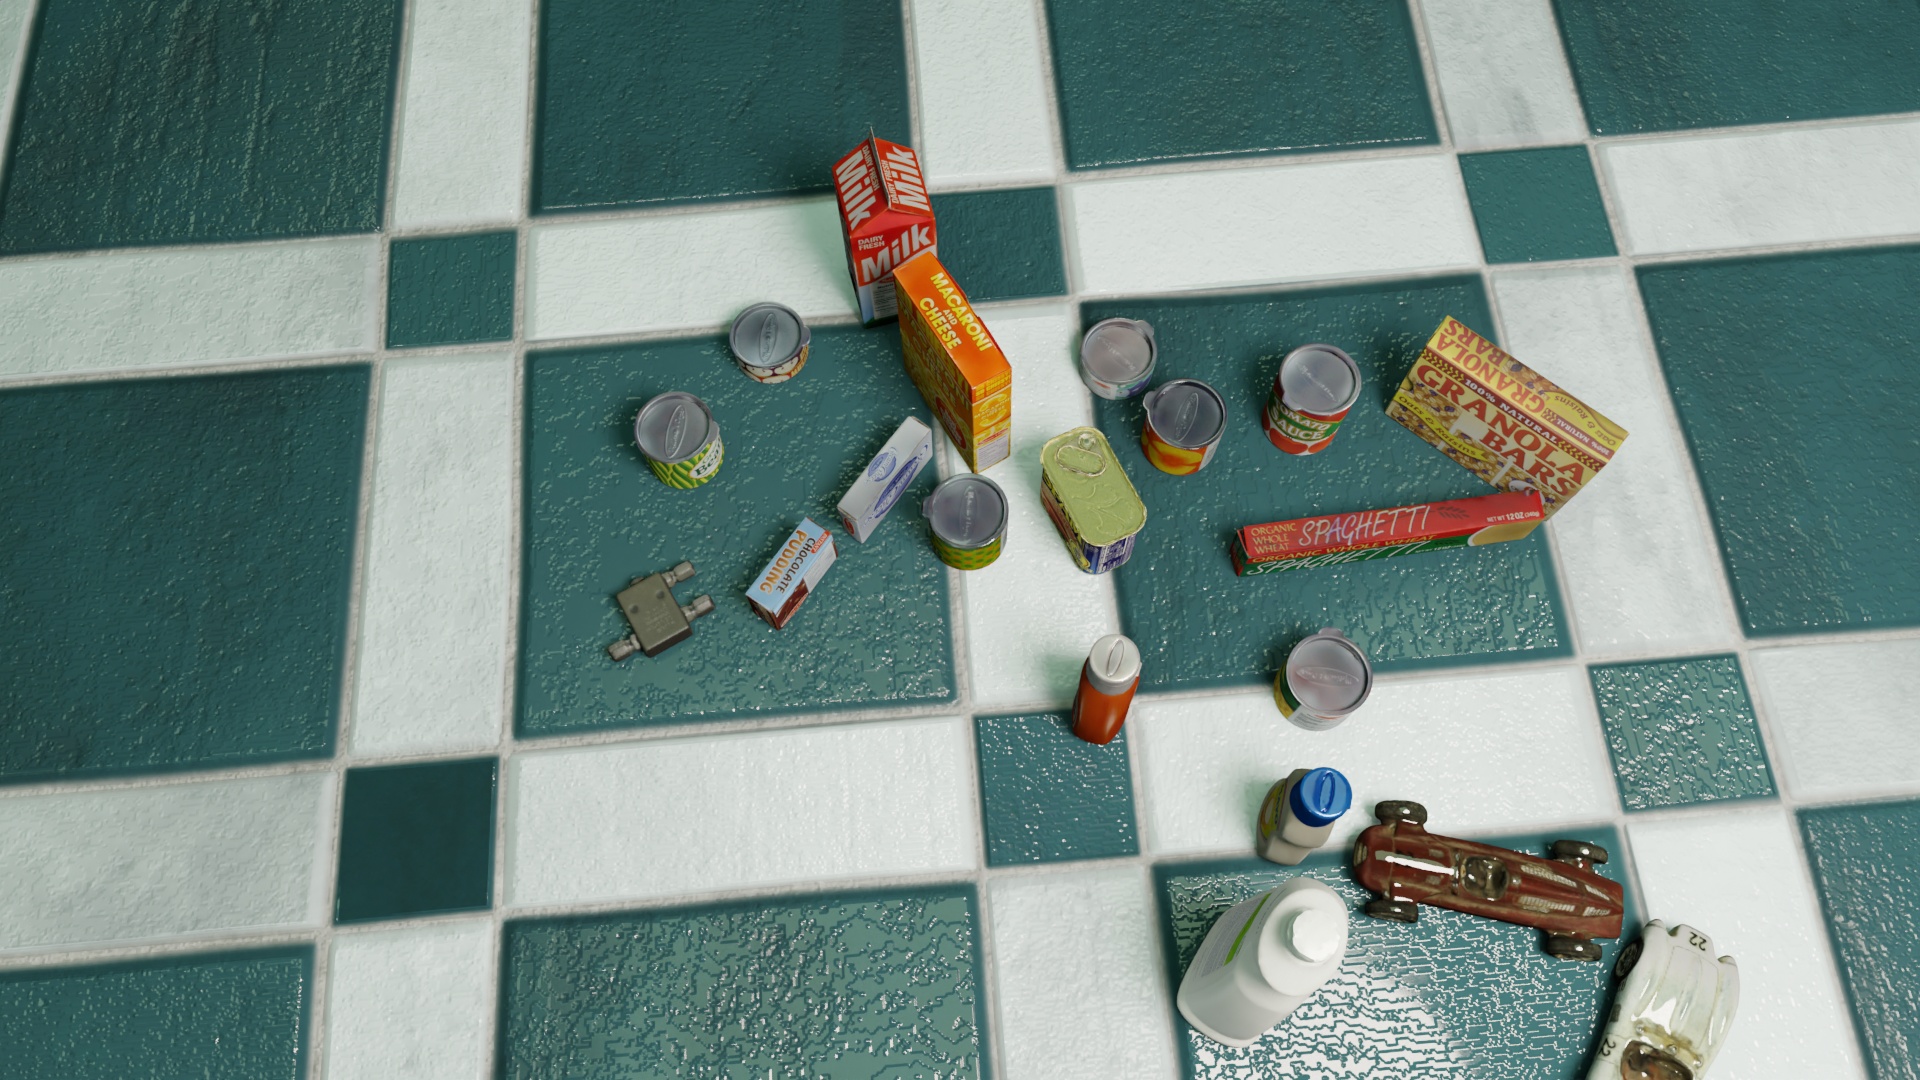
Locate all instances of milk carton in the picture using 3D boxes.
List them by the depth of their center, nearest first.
[{"bbox_3d":[-0.062,-0.262,1.173,0.073,0.190,0.072,-14,70,-4],"label":"milk carton"}]

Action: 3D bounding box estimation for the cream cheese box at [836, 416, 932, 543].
[{"bbox_3d":[-0.063,-0.051,1.164,0.024,0.053,0.104,33,73,13],"label":"cream cheese box"}]

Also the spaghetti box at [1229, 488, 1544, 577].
[{"bbox_3d":[0.349,-0.006,1.143,0.250,0.050,0.029,-8,69,-2],"label":"spaghetti box"}]

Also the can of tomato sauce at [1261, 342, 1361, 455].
[{"bbox_3d":[0.293,-0.116,1.169,0.071,0.082,0.071,0,69,1],"label":"can of tomato sauce"}]

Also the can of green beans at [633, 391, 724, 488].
[{"bbox_3d":[-0.237,-0.084,1.177,0.071,0.057,0.071,0,69,1],"label":"can of green beans"}]

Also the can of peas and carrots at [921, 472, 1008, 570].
[{"bbox_3d":[0.004,-0.014,1.146,0.071,0.058,0.071,0,69,1],"label":"can of peas and carrots"}]

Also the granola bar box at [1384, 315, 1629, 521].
[{"bbox_3d":[0.441,-0.097,1.138,0.166,0.123,0.039,37,74,14],"label":"granola bar box"}]

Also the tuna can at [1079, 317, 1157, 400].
[{"bbox_3d":[0.139,-0.160,1.215,0.071,0.032,0.071,0,69,1],"label":"tuna can"}]

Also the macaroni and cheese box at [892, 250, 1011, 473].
[{"bbox_3d":[-0.005,-0.142,1.139,0.040,0.166,0.124,-30,71,-10],"label":"macaroni and cheese box"}]

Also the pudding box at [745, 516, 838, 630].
[{"bbox_3d":[-0.137,0.028,1.137,0.030,0.049,0.084,32,73,12],"label":"pudding box"}]

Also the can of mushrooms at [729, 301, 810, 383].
[{"bbox_3d":[-0.166,-0.174,1.224,0.071,0.033,0.071,0,69,1],"label":"can of mushrooms"}]

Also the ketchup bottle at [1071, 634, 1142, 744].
[{"bbox_3d":[0.111,0.109,1.049,0.043,0.148,0.065,17,70,7],"label":"ketchup bottle"}]

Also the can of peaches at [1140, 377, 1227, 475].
[{"bbox_3d":[0.186,-0.097,1.176,0.071,0.058,0.071,0,69,1],"label":"can of peaches"}]

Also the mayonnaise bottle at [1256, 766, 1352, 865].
[{"bbox_3d":[0.250,0.197,1.013,0.041,0.147,0.065,14,70,6],"label":"mayonnaise bottle"}]

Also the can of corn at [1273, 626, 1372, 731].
[{"bbox_3d":[0.285,0.110,1.094,0.071,0.058,0.071,0,69,1],"label":"can of corn"}]
